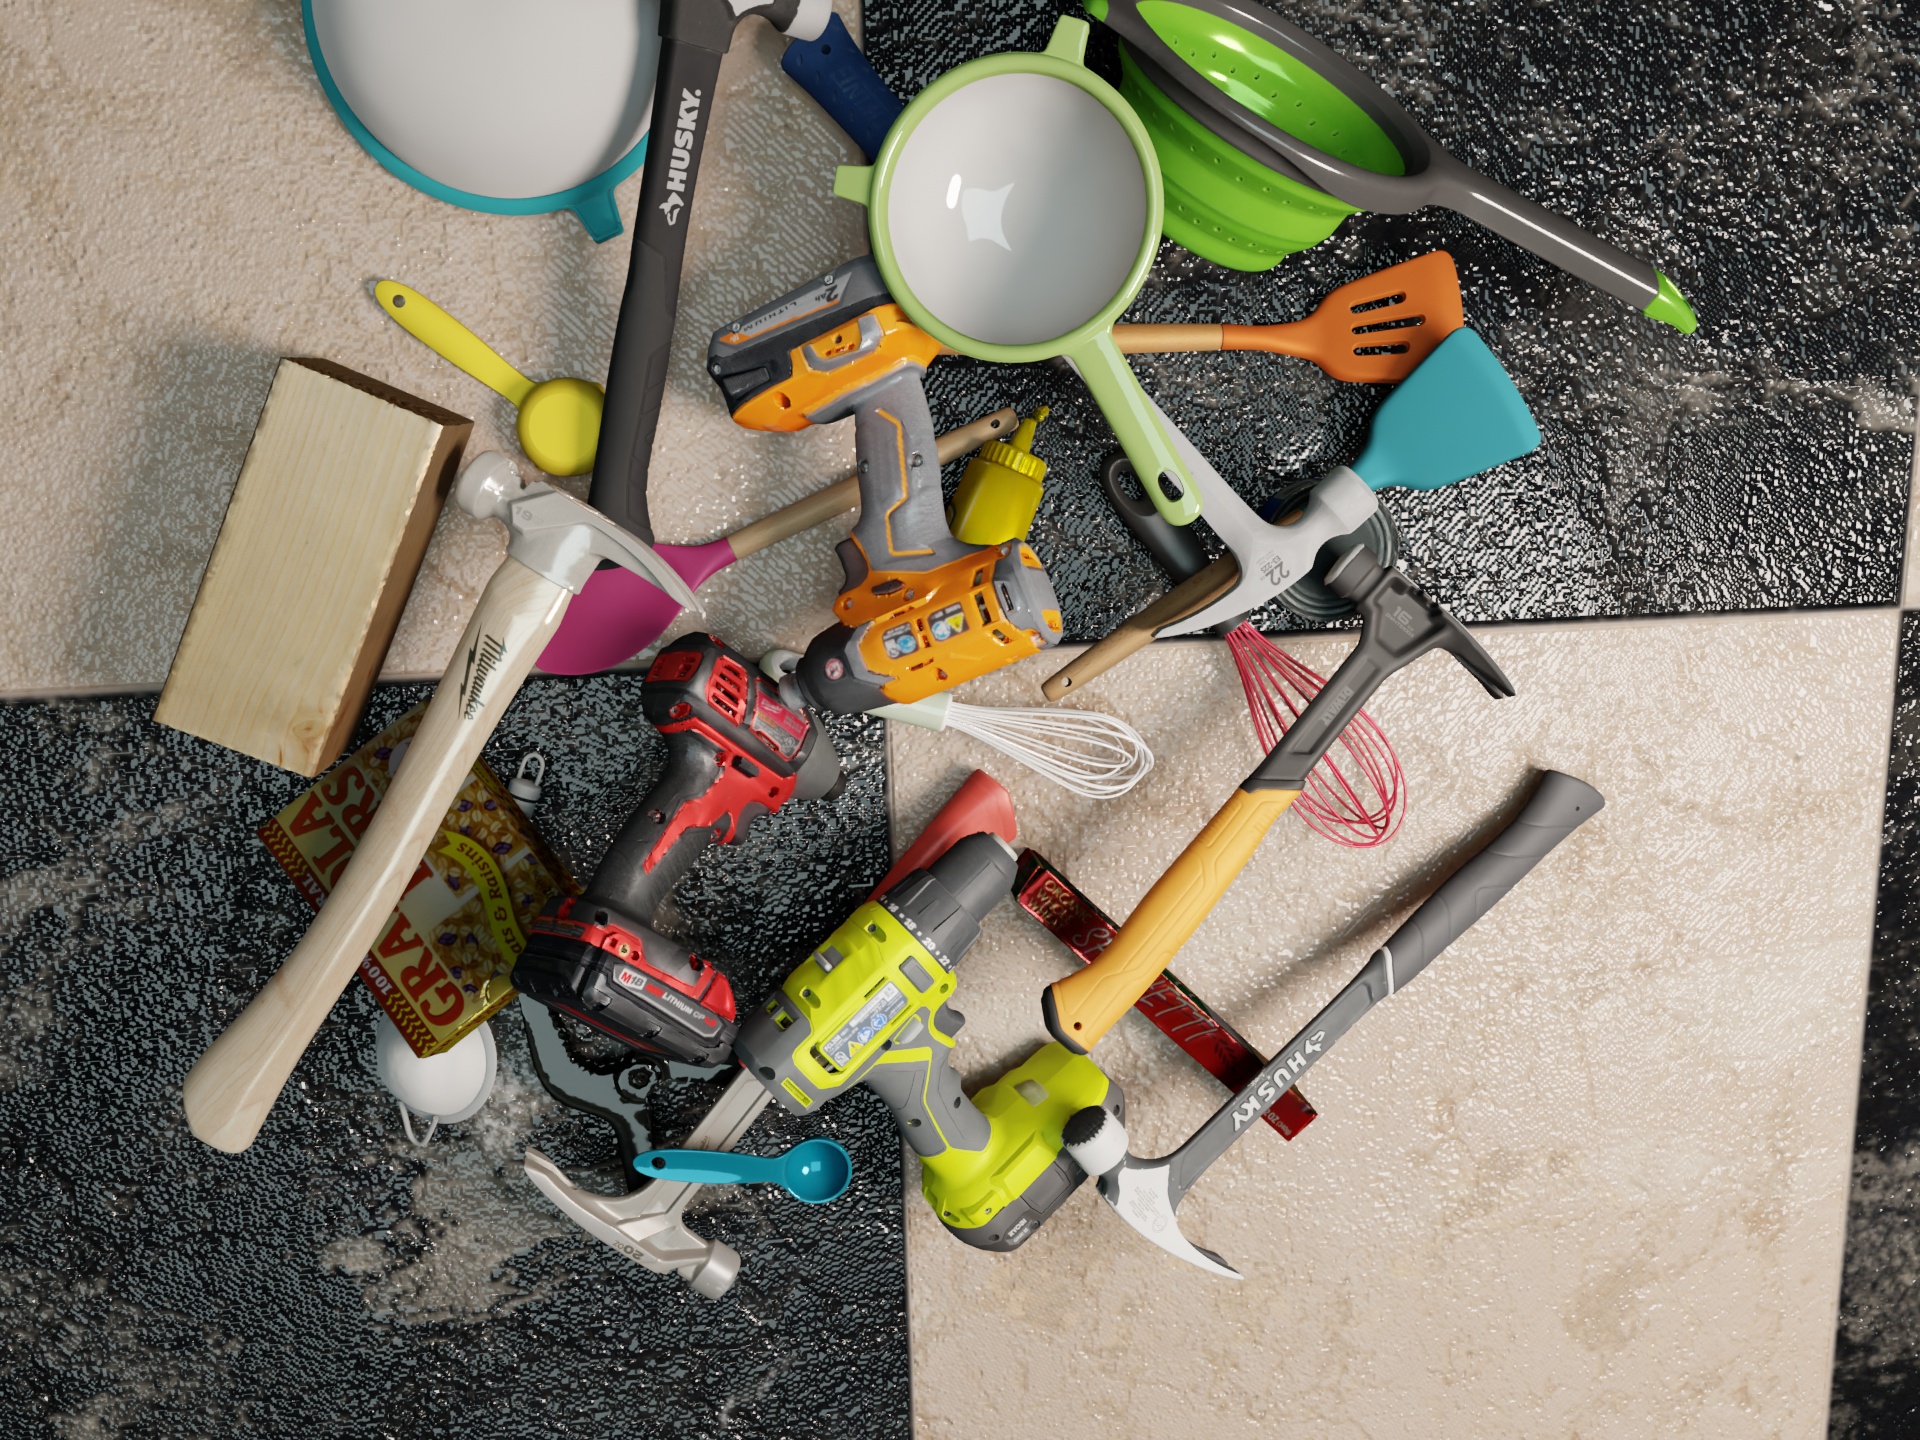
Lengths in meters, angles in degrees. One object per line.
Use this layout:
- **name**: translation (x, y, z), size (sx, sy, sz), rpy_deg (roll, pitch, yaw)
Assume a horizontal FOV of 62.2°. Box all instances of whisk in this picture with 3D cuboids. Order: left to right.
- **whisk**: translation (-0.002, -0.003, 0.960), size (0.246, 0.059, 0.058), rpy_deg (15, 61, -5)
- **whisk**: translation (0.177, -0.042, 0.969), size (0.073, 0.073, 0.296), rpy_deg (-37, 97, 2)

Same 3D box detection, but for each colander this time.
- **colander**: translation (0.223, -0.282, 0.884), size (0.397, 0.205, 0.094), rpy_deg (23, 130, -12)

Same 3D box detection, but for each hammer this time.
- **hammer**: translation (-0.300, 0.064, 0.876), size (0.146, 0.038, 0.410), rpy_deg (31, 94, 5)
- **hammer**: translation (-0.170, -0.241, 0.855), size (0.146, 0.035, 0.334), rpy_deg (0, 114, -36)
- **hammer**: translation (-0.097, 0.172, 0.963), size (0.149, 0.037, 0.359), rpy_deg (40, 87, -15)
- **hammer**: translation (0.046, -0.222, 0.888), size (0.144, 0.035, 0.405), rpy_deg (-42, 92, 5)
- **hammer**: translation (0.171, 0.062, 0.922), size (0.127, 0.034, 0.337), rpy_deg (41, 87, 0)
- **hammer**: translation (0.253, 0.174, 0.988), size (0.409, 0.036, 0.149), rpy_deg (-40, 109, -10)

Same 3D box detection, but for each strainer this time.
- **strainer**: translation (-0.305, -0.397, 0.818), size (0.340, 0.095, 0.211), rpy_deg (18, 99, -11)
- **strainer**: translation (-0.299, 0.140, 0.954), size (0.087, 0.050, 0.258), rpy_deg (21, 93, 15)
- **strainer**: translation (0.059, -0.218, 0.835), size (0.151, 0.069, 0.256), rpy_deg (-29, 97, 15)

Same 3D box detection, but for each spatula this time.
- **spatula**: translation (0.130, -0.228, 0.931), size (0.322, 0.041, 0.081), rpy_deg (-2, 86, -5)
- **spatula**: translation (0.180, -0.105, 0.922), size (0.317, 0.044, 0.082), rpy_deg (-35, 95, 0)

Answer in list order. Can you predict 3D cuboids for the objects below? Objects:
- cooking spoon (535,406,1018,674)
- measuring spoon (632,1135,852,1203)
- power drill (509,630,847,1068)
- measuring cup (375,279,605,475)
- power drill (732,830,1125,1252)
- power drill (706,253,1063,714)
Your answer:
- **cooking spoon**: translation (-0.111, -0.112, 0.937), size (0.319, 0.017, 0.069), rpy_deg (-25, 85, -1)
- **measuring spoon**: translation (-0.129, 0.261, 0.944), size (0.128, 0.021, 0.042), rpy_deg (4, 103, -5)
- **power drill**: translation (-0.147, 0.075, 0.901), size (0.143, 0.078, 0.220), rpy_deg (40, 63, -38)
- **measuring cup**: translation (-0.263, -0.196, 0.896), size (0.156, 0.029, 0.062), rpy_deg (36, 95, -15)
- **power drill**: translation (0.000, 0.191, 0.945), size (0.190, 0.080, 0.228), rpy_deg (-44, 121, -10)
- **power drill**: translation (-0.056, -0.118, 0.875), size (0.164, 0.084, 0.226), rpy_deg (-22, 86, 18)
